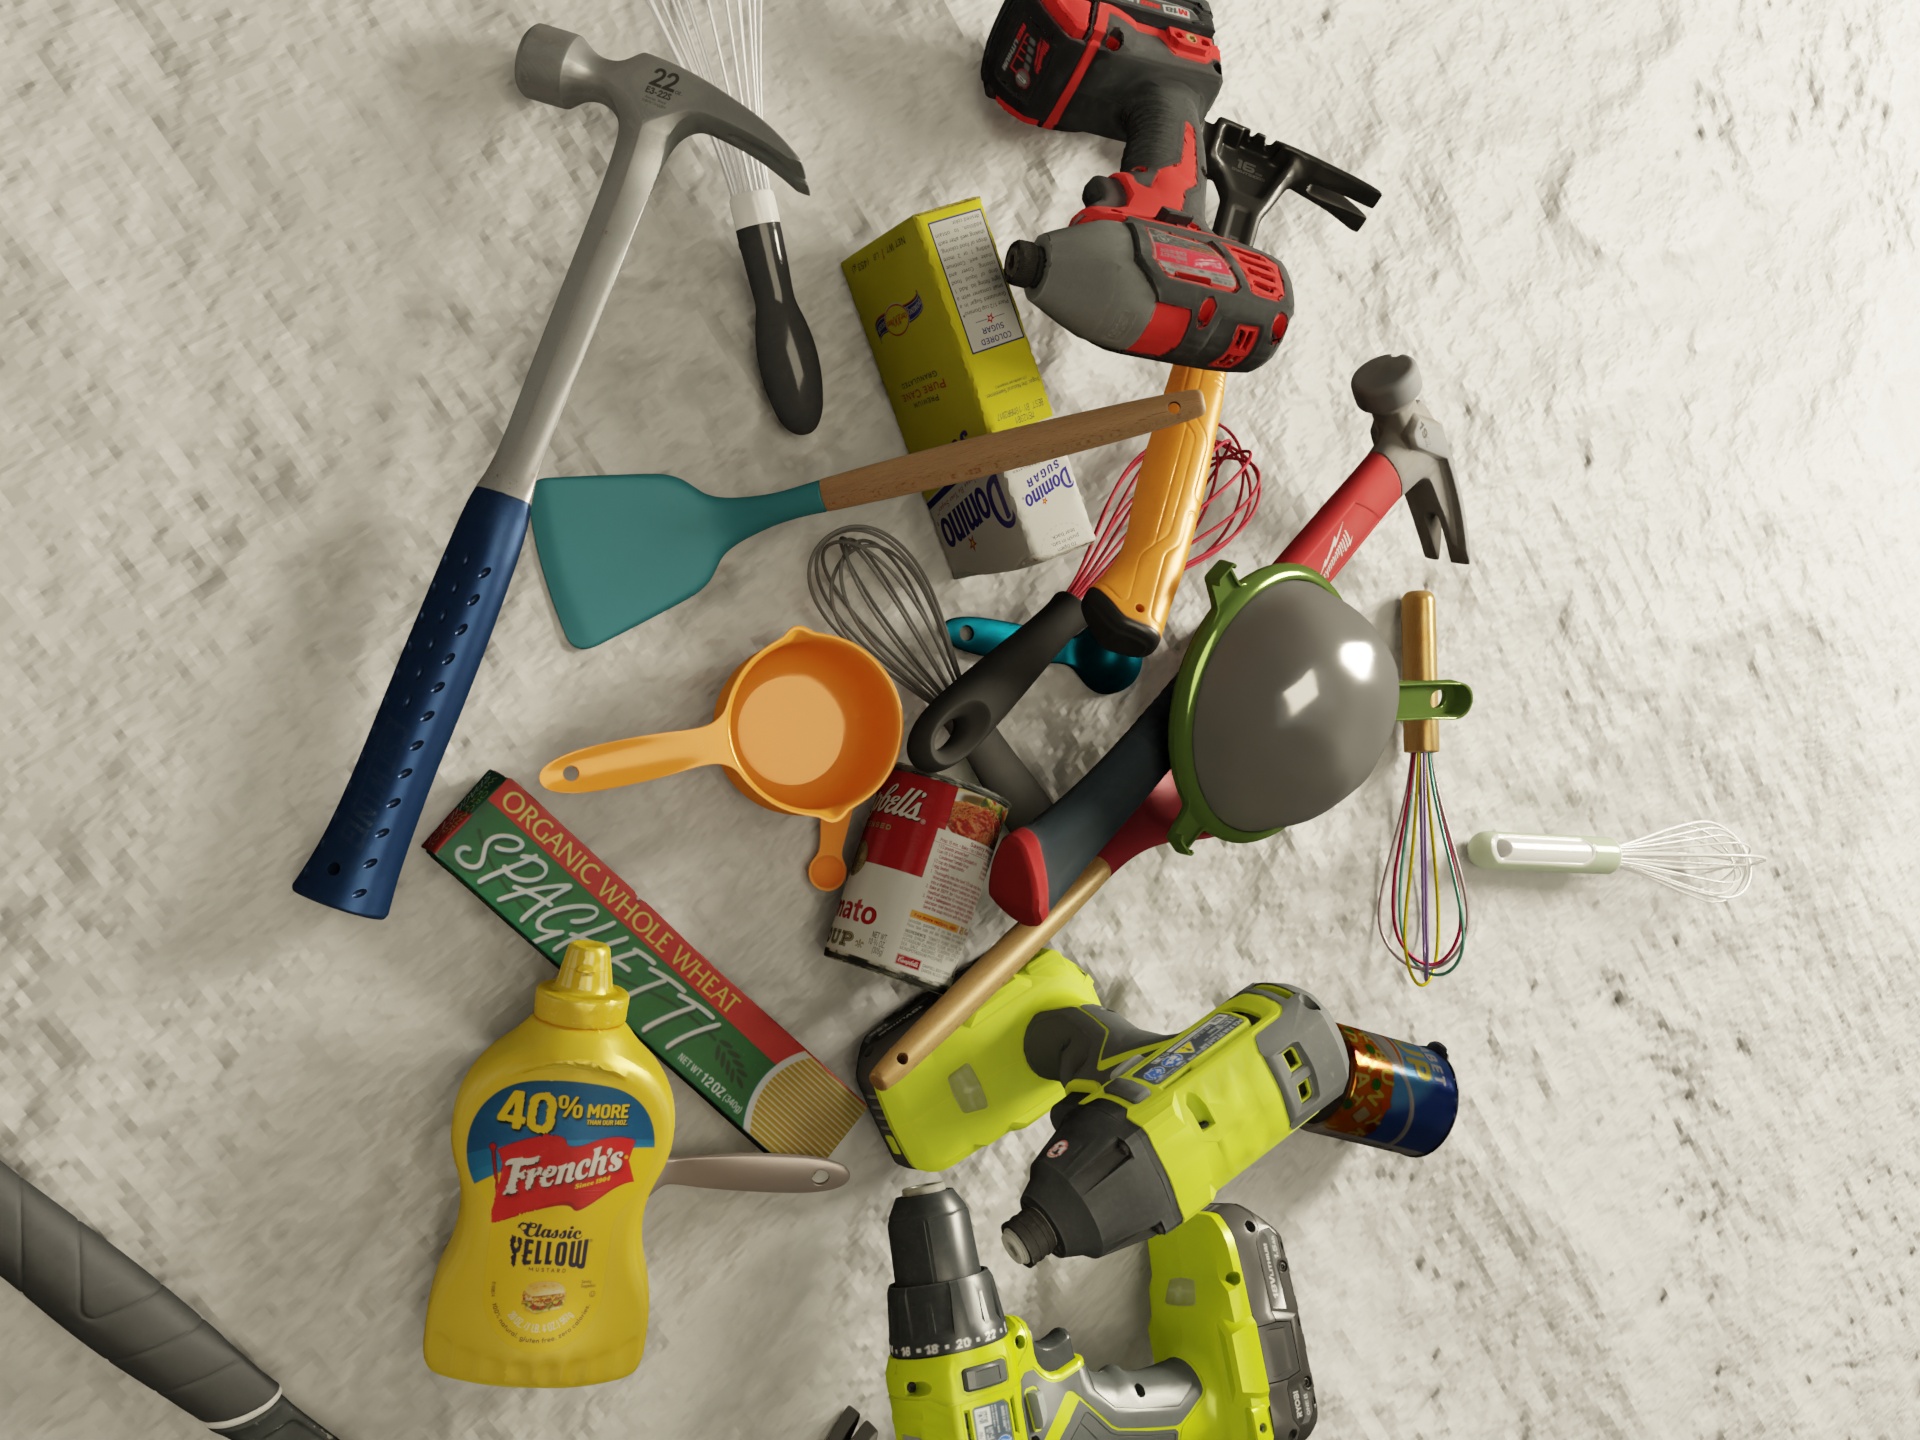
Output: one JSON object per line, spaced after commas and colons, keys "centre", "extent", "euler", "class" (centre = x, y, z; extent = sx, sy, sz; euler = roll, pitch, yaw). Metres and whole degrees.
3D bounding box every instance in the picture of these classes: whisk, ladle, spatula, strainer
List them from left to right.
{"centre": [-0.107, -0.280, 0.771], "extent": [0.070, 0.070, 0.284], "euler": [-18, 103, -27], "class": "whisk"}
{"centre": [-0.041, -0.110, 0.747], "extent": [0.317, 0.044, 0.082], "euler": [-13, 96, 8], "class": "spatula"}
{"centre": [-0.002, -0.002, 0.827], "extent": [0.055, 0.055, 0.238], "euler": [-43, 113, -22], "class": "whisk"}
{"centre": [0.059, 0.091, 0.826], "extent": [0.069, 0.031, 0.315], "euler": [44, 51, 10], "class": "ladle"}
{"centre": [0.070, -0.069, 0.836], "extent": [0.296, 0.073, 0.073], "euler": [-44, 109, -30], "class": "whisk"}
{"centre": [0.220, -0.004, 0.853], "extent": [0.256, 0.069, 0.151], "euler": [-2, 104, -41], "class": "strainer"}
{"centre": [0.285, 0.041, 0.982], "extent": [0.047, 0.051, 0.245], "euler": [2, 85, -23], "class": "whisk"}
{"centre": [0.439, 0.091, 1.061], "extent": [0.246, 0.059, 0.058], "euler": [4, 75, -23], "class": "whisk"}

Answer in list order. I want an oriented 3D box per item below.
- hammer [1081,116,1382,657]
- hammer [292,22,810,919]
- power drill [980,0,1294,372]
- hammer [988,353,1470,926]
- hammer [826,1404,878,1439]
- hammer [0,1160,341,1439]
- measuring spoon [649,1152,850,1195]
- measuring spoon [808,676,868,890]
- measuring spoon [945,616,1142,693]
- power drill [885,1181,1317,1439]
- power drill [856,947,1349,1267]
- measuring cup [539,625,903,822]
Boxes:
{"centre": [0.134, -0.180, 0.848], "extent": [0.127, 0.034, 0.337], "euler": [20, 66, -5], "class": "hammer"}
{"centre": [-0.194, -0.108, 0.707], "extent": [0.144, 0.035, 0.405], "euler": [19, 83, 5], "class": "hammer"}
{"centre": [0.079, -0.276, 0.799], "extent": [0.143, 0.078, 0.220], "euler": [5, 60, -22], "class": "power drill"}
{"centre": [0.154, -0.027, 0.861], "extent": [0.386, 0.038, 0.143], "euler": [-47, 128, -22], "class": "hammer"}
{"centre": [0.060, 0.439, 0.858], "extent": [0.334, 0.035, 0.146], "euler": [8, 86, -28], "class": "hammer"}
{"centre": [-0.285, 0.299, 0.675], "extent": [0.408, 0.036, 0.149], "euler": [49, 68, -19], "class": "hammer"}
{"centre": [-0.113, 0.218, 0.756], "extent": [0.124, 0.018, 0.034], "euler": [4, 106, -11], "class": "measuring spoon"}
{"centre": [-0.062, 0.029, 0.814], "extent": [0.021, 0.011, 0.117], "euler": [10, 81, -16], "class": "measuring spoon"}
{"centre": [0.049, -0.041, 0.865], "extent": [0.128, 0.021, 0.042], "euler": [7, 86, -29], "class": "measuring spoon"}
{"centre": [0.065, 0.322, 0.821], "extent": [0.228, 0.080, 0.191], "euler": [-2, 76, -33], "class": "power drill"}
{"centre": [0.048, 0.176, 0.748], "extent": [0.171, 0.223, 0.080], "euler": [-29, 102, -26], "class": "power drill"}
{"centre": [-0.116, 0.011, 0.763], "extent": [0.173, 0.052, 0.095], "euler": [-12, 90, -19], "class": "measuring cup"}
